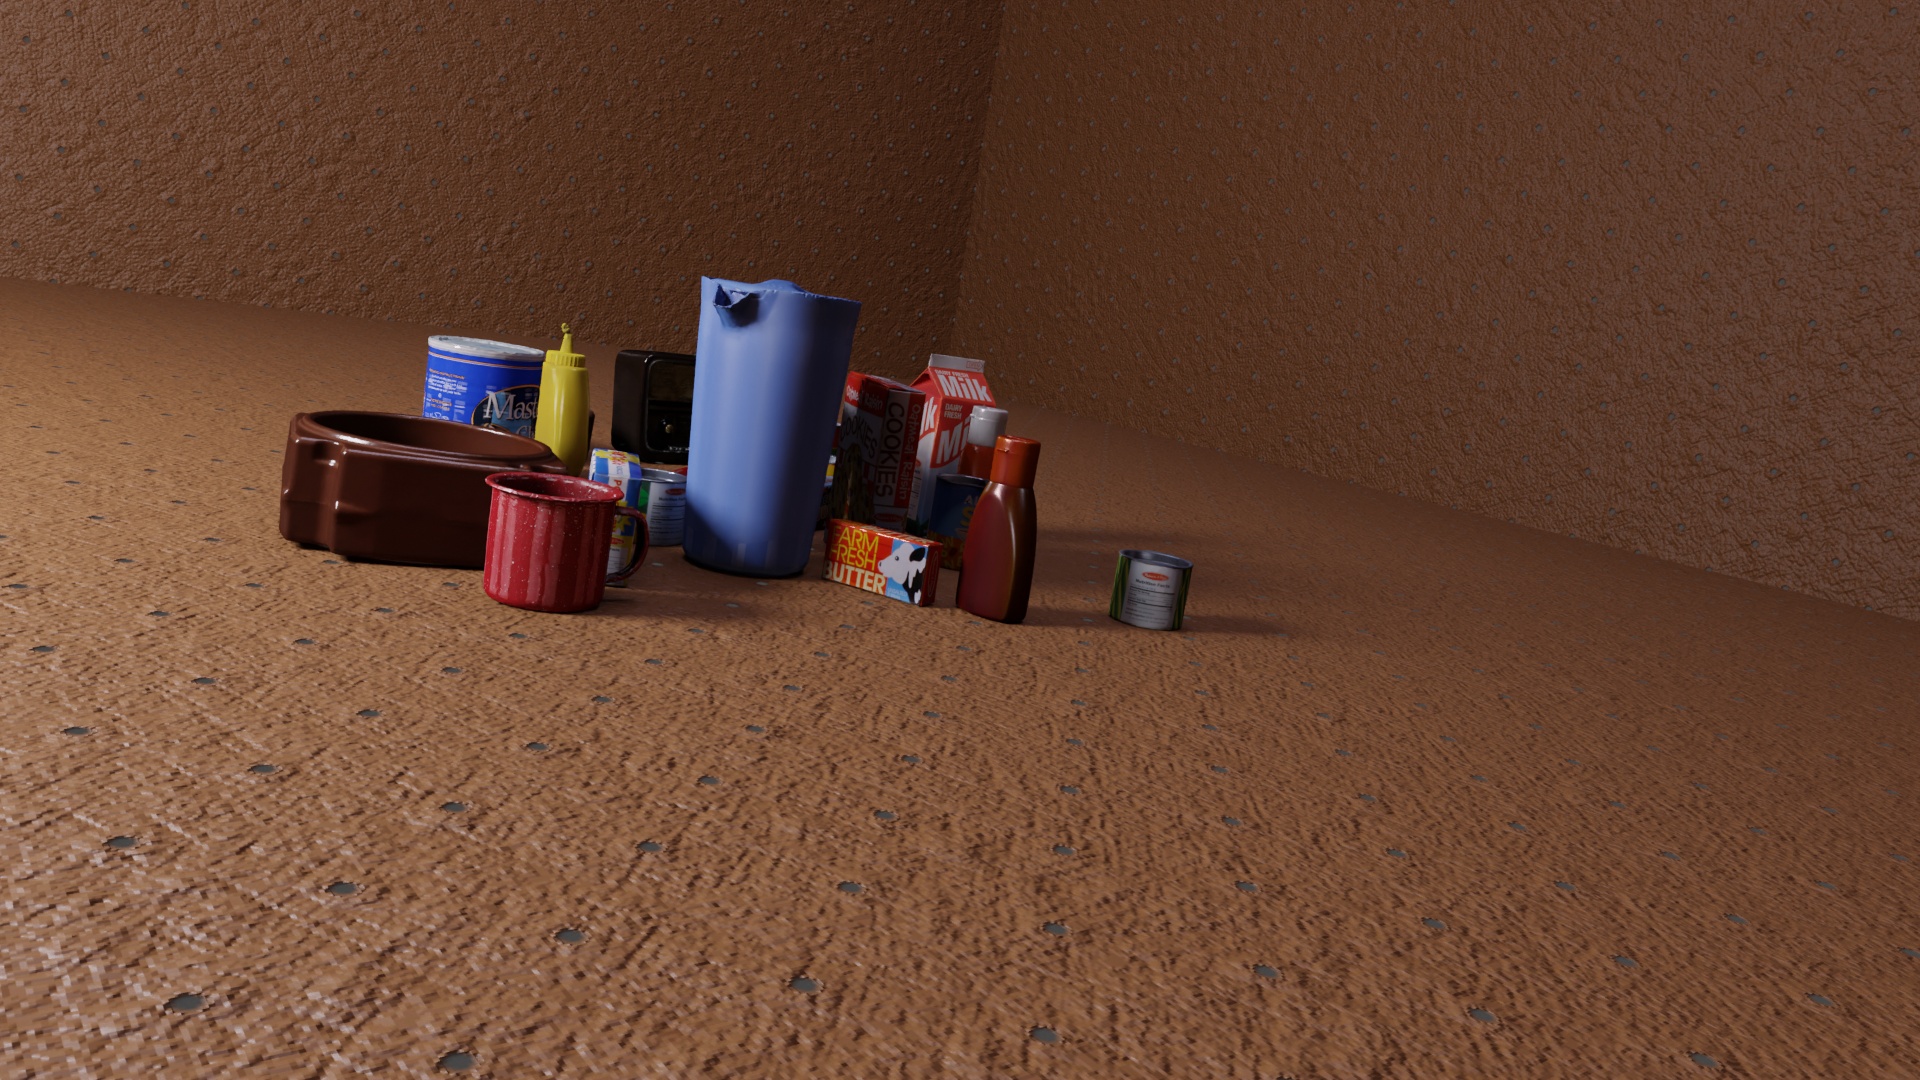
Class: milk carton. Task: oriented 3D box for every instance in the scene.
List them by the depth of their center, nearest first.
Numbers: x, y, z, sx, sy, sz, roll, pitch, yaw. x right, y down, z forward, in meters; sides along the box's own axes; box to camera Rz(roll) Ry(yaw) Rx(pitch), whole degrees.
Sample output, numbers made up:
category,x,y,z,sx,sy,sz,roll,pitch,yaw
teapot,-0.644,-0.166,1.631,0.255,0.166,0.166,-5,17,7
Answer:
category,x,y,z,sx,sy,sz,roll,pitch,yaw
milk carton,-0.018,-0.102,1.487,0.072,0.190,0.073,3,11,-34

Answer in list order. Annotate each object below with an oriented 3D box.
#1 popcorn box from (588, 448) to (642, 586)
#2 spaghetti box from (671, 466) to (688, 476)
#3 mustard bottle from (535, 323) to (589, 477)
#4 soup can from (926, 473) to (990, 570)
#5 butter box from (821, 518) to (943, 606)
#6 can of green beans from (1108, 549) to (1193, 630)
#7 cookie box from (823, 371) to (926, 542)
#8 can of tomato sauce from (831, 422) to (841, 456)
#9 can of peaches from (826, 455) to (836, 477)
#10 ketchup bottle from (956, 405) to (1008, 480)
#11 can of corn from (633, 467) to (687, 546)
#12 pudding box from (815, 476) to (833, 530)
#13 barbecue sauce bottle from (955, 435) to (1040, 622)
category,x,y,z,sx,sy,sz,roll,pitch,yaw
popcorn box,-0.274,-0.020,1.084,0.038,0.085,0.127,7,10,-16
spaghetti box,-0.252,-0.054,1.401,0.029,0.050,0.250,10,10,5
mustard bottle,-0.417,-0.147,1.456,0.065,0.160,0.049,17,12,38
soup can,0.005,-0.017,1.334,0.071,0.083,0.071,9,9,-1
butter box,-0.067,0.017,1.163,0.103,0.053,0.024,15,11,28
can of green beans,0.167,0.043,1.222,0.071,0.057,0.071,9,10,-1
cookie box,-0.082,-0.066,1.288,0.040,0.167,0.123,6,10,-23
can of tomato sauce,-0.179,-0.102,1.652,0.071,0.083,0.071,9,9,-1
can of peaches,-0.155,-0.063,1.525,0.071,0.058,0.071,9,10,-1
ketchup bottle,0.018,-0.061,1.409,0.043,0.148,0.065,6,10,-20
can of corn,-0.276,-0.031,1.224,0.071,0.058,0.071,9,10,-1
pudding box,-0.145,-0.038,1.413,0.030,0.049,0.084,14,10,24
barbecue sauce bottle,0.036,-0.011,1.140,0.065,0.148,0.044,18,12,42
